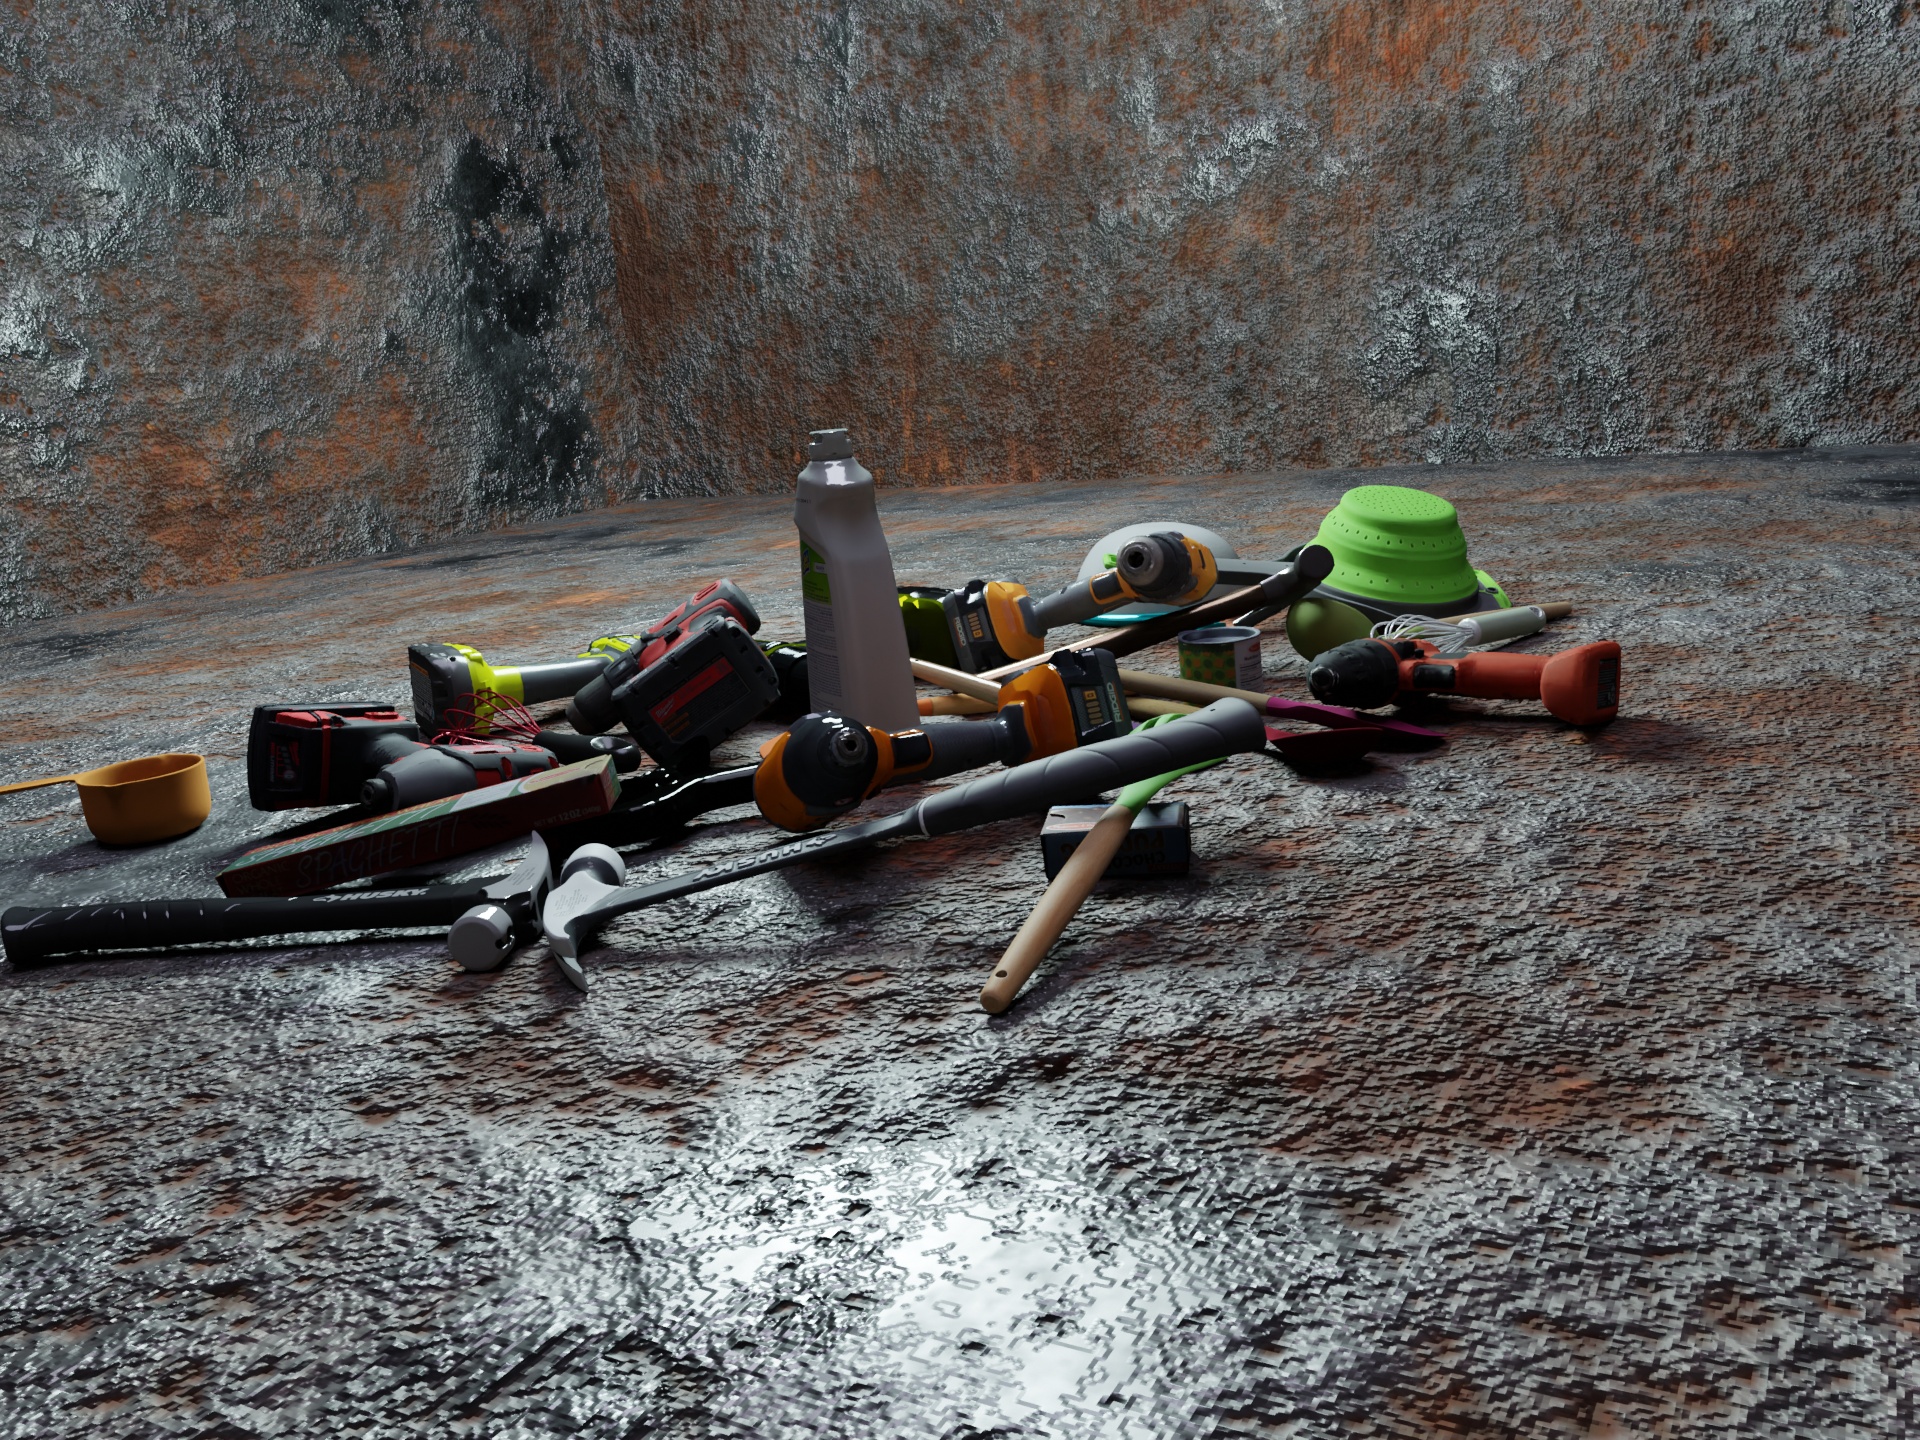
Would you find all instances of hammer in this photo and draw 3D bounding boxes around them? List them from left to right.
[{"bbox_3d":[-0.402,0.113,0.933,0.335,0.035,0.146,-4,14,6],"label":"hammer"},{"bbox_3d":[-0.034,0.057,0.870,0.409,0.036,0.149,-16,16,2],"label":"hammer"},{"bbox_3d":[0.151,-0.071,1.361,0.331,0.031,0.130,-19,-10,-7],"label":"hammer"}]

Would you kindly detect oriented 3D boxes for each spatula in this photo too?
[{"bbox_3d":[-0.002,-0.004,1.292,0.322,0.041,0.081,-6,13,-20],"label":"spatula"},{"bbox_3d":[0.068,-0.008,1.217,0.316,0.018,0.059,19,25,41],"label":"spatula"}]

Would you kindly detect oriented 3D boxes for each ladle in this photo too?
[{"bbox_3d":[0.189,0.001,1.179,0.069,0.031,0.316,1,6,-30],"label":"ladle"},{"bbox_3d":[0.428,-0.094,1.424,0.320,0.062,0.078,-9,-5,-27],"label":"ladle"}]

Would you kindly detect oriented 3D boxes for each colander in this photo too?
[{"bbox_3d":[0.340,-0.175,1.553,0.397,0.094,0.205,3,26,-2],"label":"colander"}]

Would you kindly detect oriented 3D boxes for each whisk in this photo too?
[{"bbox_3d":[-0.322,0.017,1.204,0.073,0.073,0.296,-16,14,-39],"label":"whisk"},{"bbox_3d":[0.431,-0.073,1.364,0.246,0.059,0.058,-12,51,-39],"label":"whisk"}]

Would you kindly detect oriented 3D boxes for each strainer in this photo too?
[{"bbox_3d":[0.222,-0.153,1.665,0.211,0.095,0.340,-6,12,-4],"label":"strainer"}]

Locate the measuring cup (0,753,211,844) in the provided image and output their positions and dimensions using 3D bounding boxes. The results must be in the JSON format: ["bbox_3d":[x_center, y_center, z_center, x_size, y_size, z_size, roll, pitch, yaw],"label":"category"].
[{"bbox_3d":[-0.655,0.066,1.199,0.173,0.052,0.095,-8,13,-1],"label":"measuring cup"}]

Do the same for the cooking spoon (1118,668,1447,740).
[{"bbox_3d":[0.213,-0.014,1.204,0.319,0.017,0.068,13,7,40],"label":"cooking spoon"}]

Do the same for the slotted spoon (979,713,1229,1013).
[{"bbox_3d":[0.080,0.064,0.858,0.070,0.031,0.314,4,27,26],"label":"slotted spoon"}]

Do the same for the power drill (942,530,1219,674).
[{"bbox_3d":[0.101,-0.107,1.383,0.226,0.084,0.185,-18,-5,20],"label":"power drill"}]

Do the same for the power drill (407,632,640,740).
[{"bbox_3d":[-0.395,-0.041,1.499,0.223,0.080,0.171,-8,14,-29],"label":"power drill"}]

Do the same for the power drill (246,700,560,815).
[{"bbox_3d":[-0.405,0.037,1.133,0.220,0.078,0.143,8,7,36],"label":"power drill"}]

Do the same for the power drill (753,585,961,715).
[{"bbox_3d":[-0.101,-0.059,1.445,0.228,0.080,0.191,-19,18,-36],"label":"power drill"}]

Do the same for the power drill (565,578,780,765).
[{"bbox_3d":[-0.243,-0.031,1.311,0.188,0.080,0.227,-36,20,-2],"label":"power drill"}]

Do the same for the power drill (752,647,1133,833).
[{"bbox_3d":[-0.009,0.015,1.004,0.226,0.084,0.164,-11,-8,-18],"label":"power drill"}]
